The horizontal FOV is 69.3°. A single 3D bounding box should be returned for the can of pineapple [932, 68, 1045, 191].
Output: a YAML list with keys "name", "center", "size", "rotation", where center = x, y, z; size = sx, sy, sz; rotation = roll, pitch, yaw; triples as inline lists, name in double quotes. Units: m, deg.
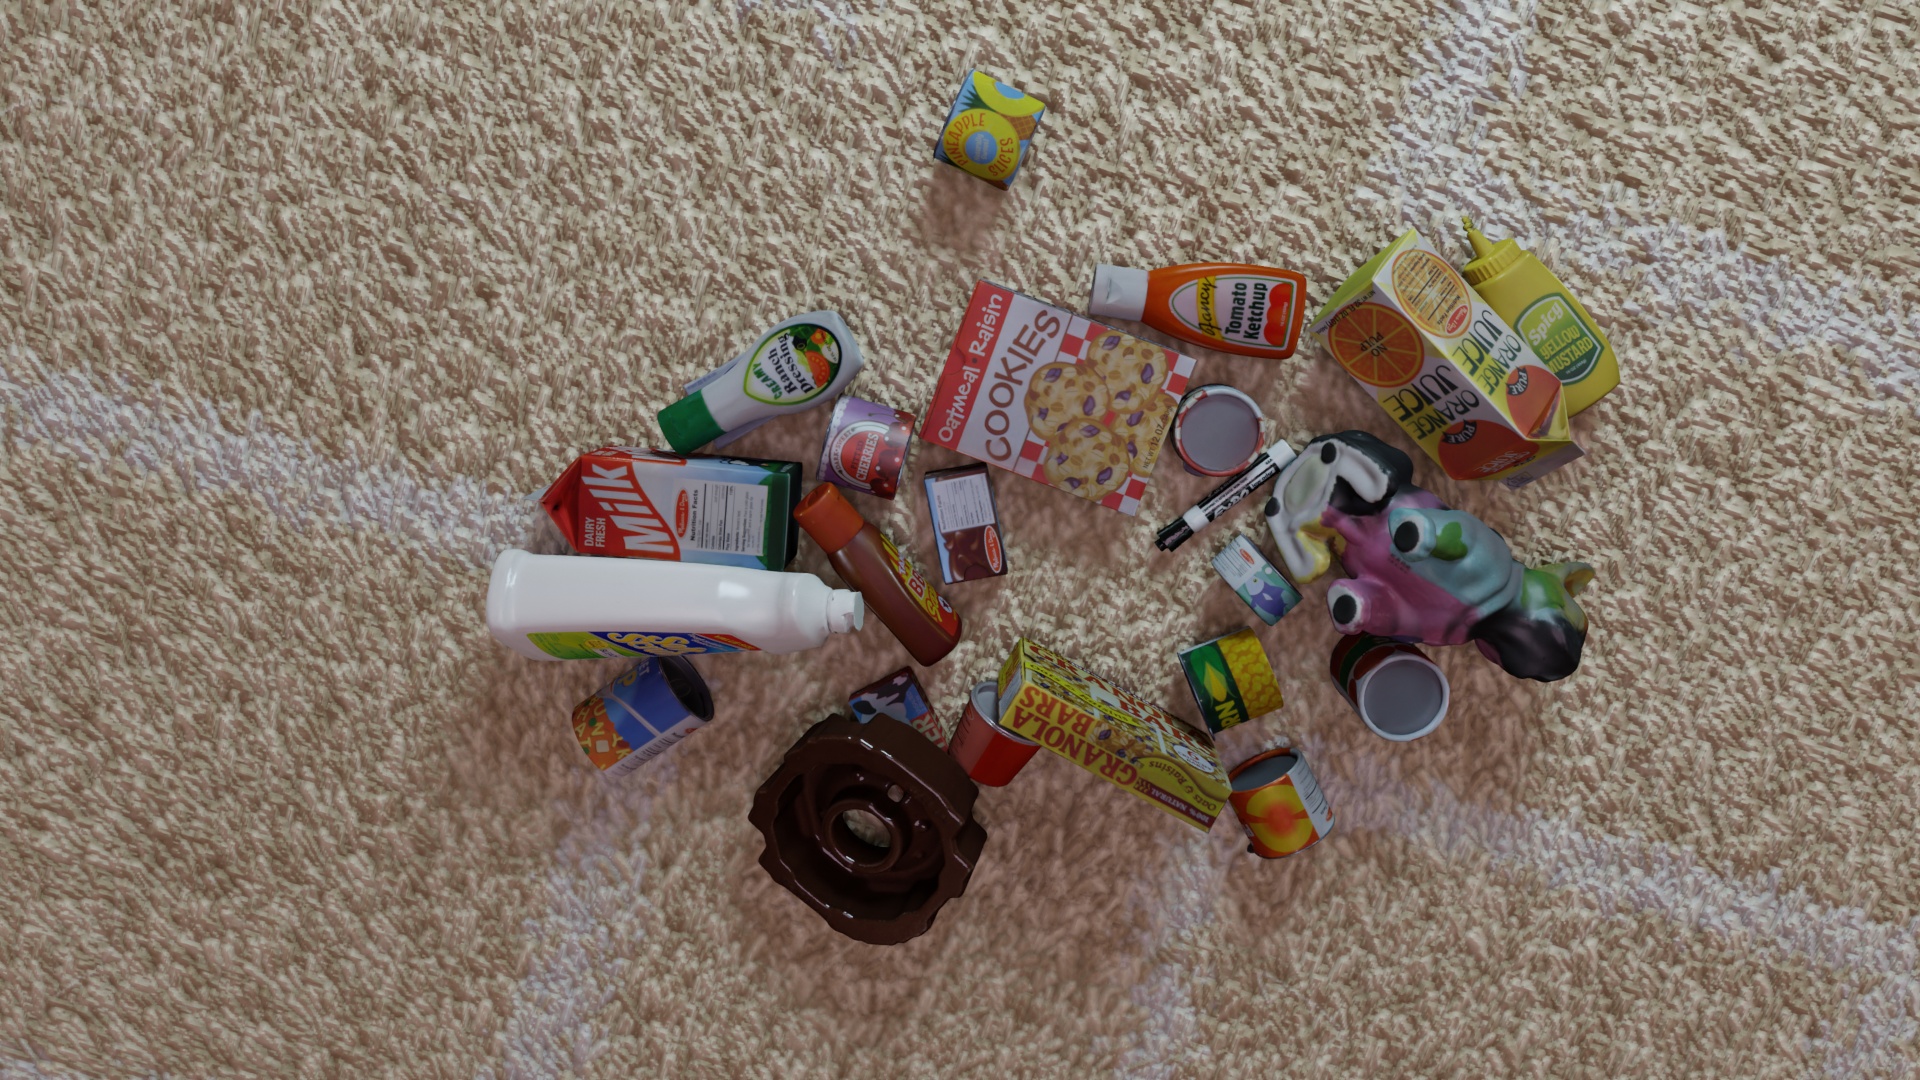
- name: "can of pineapple"
  center: [0.020, -0.283, 0.962]
  size: [0.058, 0.071, 0.071]
  rotation: [25, 100, -3]

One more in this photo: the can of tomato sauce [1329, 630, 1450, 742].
- name: "can of tomato sauce"
  center: [0.314, 0.101, 1.015]
  size: [0.071, 0.083, 0.071]
  rotation: [0, 101, 2]

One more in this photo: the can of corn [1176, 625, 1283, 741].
- name: "can of corn"
  center: [0.200, 0.105, 1.026]
  size: [0.058, 0.071, 0.071]
  rotation: [-22, 99, 5]

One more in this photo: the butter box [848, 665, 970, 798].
- name: "butter box"
  center: [-0.039, 0.153, 1.064]
  size: [0.053, 0.024, 0.103]
  rotation: [-28, 98, 7]

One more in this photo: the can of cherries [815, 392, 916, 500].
- name: "can of cherries"
  center: [-0.068, -0.066, 1.002]
  size: [0.058, 0.071, 0.071]
  rotation: [16, 100, -2]

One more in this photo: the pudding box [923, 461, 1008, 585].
- name: "pudding box"
  center: [0.004, -0.013, 1.031]
  size: [0.050, 0.030, 0.083]
  rotation: [-11, 100, 2]

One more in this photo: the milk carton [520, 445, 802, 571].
- name: "milk carton"
  center: [-0.216, -0.027, 1.013]
  size: [0.191, 0.072, 0.073]
  rotation: [5, 100, 0]

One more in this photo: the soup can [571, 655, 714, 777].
- name: "soup can"
  center: [-0.240, 0.127, 1.044]
  size: [0.083, 0.071, 0.071]
  rotation: [-33, 98, 7]

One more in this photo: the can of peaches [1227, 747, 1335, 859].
- name: "can of peaches"
  center: [0.236, 0.197, 1.043]
  size: [0.071, 0.071, 0.058]
  rotation: [-26, 98, 6]

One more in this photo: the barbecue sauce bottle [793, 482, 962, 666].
- name: "barbecue sauce bottle"
  center: [-0.060, 0.023, 1.008]
  size: [0.043, 0.065, 0.148]
  rotation: [-37, 110, 12]

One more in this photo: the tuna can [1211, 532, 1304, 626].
- name: "tuna can"
  center: [0.218, 0.030, 1.015]
  size: [0.033, 0.071, 0.071]
  rotation: [-44, 96, 9]

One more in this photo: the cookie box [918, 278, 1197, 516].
- name: "cookie box"
  center: [0.069, -0.104, 1.007]
  size: [0.167, 0.040, 0.122]
  rotation: [20, 100, -2]

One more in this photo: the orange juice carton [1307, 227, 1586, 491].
- name: "orange juice carton"
  center: [0.342, -0.114, 0.963]
  size: [0.192, 0.071, 0.073]
  rotation: [45, 57, -3]

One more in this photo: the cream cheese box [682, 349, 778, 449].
- name: "cream cheese box"
  center: [-0.146, -0.115, 1.019]
  size: [0.104, 0.024, 0.053]
  rotation: [-29, 99, 6]

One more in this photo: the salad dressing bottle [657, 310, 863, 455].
- name: "salad dressing bottle"
  center: [-0.143, -0.109, 0.984]
  size: [0.147, 0.044, 0.064]
  rotation: [-28, 95, 6]

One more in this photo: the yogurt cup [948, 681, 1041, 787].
- name: "yogurt cup"
  center: [0.027, 0.147, 1.041]
  size: [0.072, 0.073, 0.053]
  rotation: [29, 112, -4]

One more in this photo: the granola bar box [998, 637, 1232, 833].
- name: "granola bar box"
  center: [0.109, 0.136, 1.006]
  size: [0.165, 0.124, 0.039]
  rotation: [28, 100, -4]

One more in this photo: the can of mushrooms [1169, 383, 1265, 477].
- name: "can of mushrooms"
  center: [0.186, -0.078, 1.012]
  size: [0.071, 0.033, 0.071]
  rotation: [0, 100, 1]

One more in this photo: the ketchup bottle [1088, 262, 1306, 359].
- name: "ketchup bottle"
  center: [0.168, -0.169, 0.992]
  size: [0.149, 0.043, 0.064]
  rotation: [8, 101, 1]

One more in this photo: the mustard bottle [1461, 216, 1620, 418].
- name: "mustard bottle"
  center: [0.400, -0.162, 0.983]
  size: [0.065, 0.049, 0.160]
  rotation: [-38, 97, 5]
